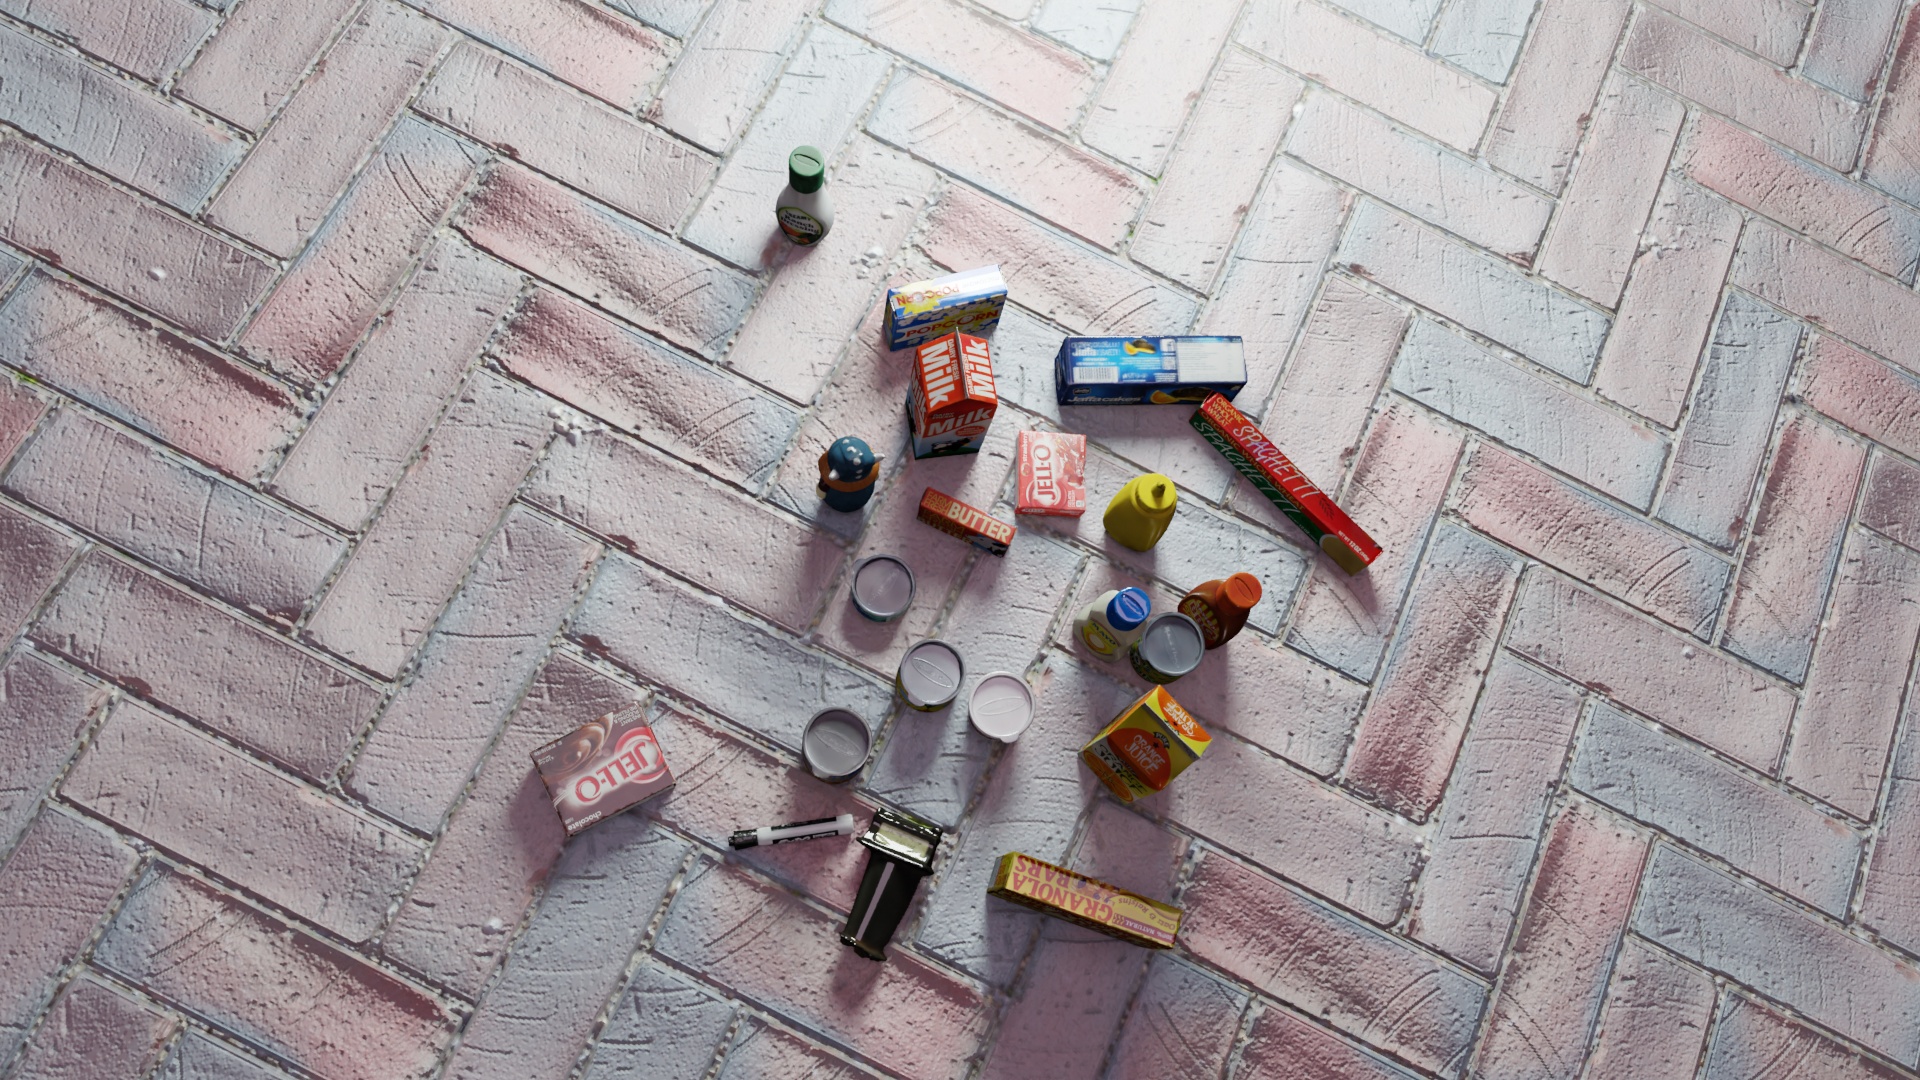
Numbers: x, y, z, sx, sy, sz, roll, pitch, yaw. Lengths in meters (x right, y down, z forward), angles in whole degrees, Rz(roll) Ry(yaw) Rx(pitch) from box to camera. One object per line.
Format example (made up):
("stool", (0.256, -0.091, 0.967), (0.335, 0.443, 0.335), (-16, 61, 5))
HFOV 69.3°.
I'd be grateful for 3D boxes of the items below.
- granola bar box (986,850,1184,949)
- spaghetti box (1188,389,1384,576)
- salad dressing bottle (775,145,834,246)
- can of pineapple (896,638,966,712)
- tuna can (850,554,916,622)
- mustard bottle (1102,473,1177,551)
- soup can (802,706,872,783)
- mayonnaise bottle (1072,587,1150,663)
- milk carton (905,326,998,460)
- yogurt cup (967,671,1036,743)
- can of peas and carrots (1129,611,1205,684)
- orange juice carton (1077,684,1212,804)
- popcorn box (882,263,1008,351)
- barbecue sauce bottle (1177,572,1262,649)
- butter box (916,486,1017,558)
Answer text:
("granola bar box", (0.114, 0.342, 1.314), (0.165, 0.124, 0.039), (20, 73, -1))
("spaghetti box", (0.349, -0.062, 1.501), (0.250, 0.050, 0.029), (45, 74, 7))
("salad dressing bottle", (-0.165, -0.366, 1.475), (0.064, 0.147, 0.044), (21, 73, -1))
("can of pineapple", (-0.032, 0.137, 1.390), (0.071, 0.057, 0.071), (2, 74, -7))
("tuna can", (-0.082, 0.048, 1.424), (0.071, 0.032, 0.071), (2, 74, -7))
("mustard bottle", (0.190, -0.034, 1.415), (0.065, 0.159, 0.049), (34, 73, 3))
("soup can", (-0.122, 0.202, 1.346), (0.071, 0.083, 0.071), (2, 74, -7))
("mayonnaise bottle", (0.154, 0.081, 1.383), (0.065, 0.147, 0.041), (44, 74, 6))
("milk carton", (-0.009, -0.147, 1.407), (0.073, 0.190, 0.072), (-7, 75, -9))
("yogurt cup", (0.038, 0.169, 1.392), (0.072, 0.053, 0.072), (2, 74, -7))
("can of peas and carrots", (0.209, 0.112, 1.427), (0.071, 0.058, 0.071), (2, 74, -7))
("orange juice carton", (0.178, 0.195, 1.329), (0.073, 0.192, 0.072), (-41, 83, -16))
("popcorn box", (-0.017, -0.249, 1.492), (0.127, 0.085, 0.038), (-15, 77, -11))
("barbecue sauce bottle", (0.264, 0.067, 1.401), (0.044, 0.148, 0.065), (-31, 80, -14))
("butter box", (0.005, -0.018, 1.443), (0.103, 0.053, 0.024), (25, 73, 1))
